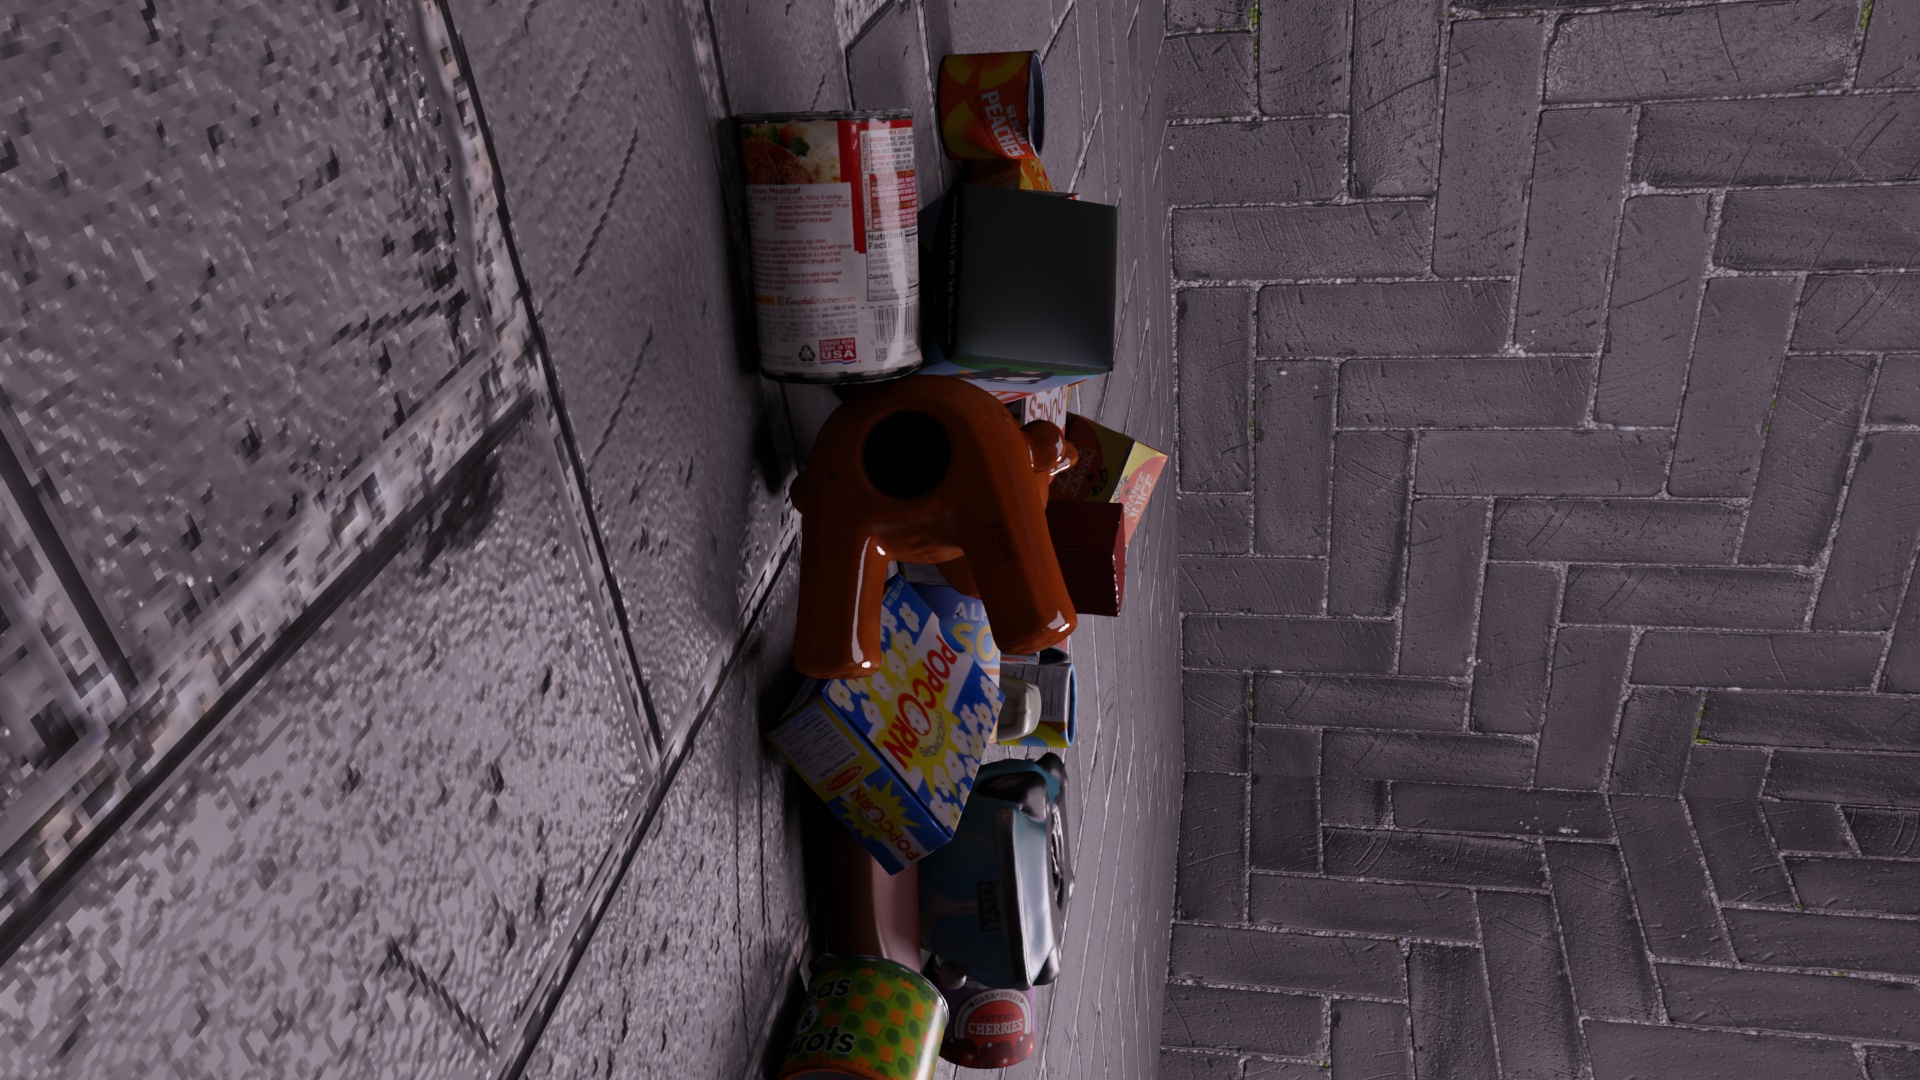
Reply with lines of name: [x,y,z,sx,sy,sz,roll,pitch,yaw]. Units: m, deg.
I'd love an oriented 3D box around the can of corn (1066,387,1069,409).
can of corn: [0.041,-0.088,0.966,0.058,0.071,0.070,-77,163,-44]

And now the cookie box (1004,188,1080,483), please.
cookie box: [0.034,-0.108,0.780,0.123,0.040,0.166,-47,141,-67]

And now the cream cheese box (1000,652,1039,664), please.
cream cheese box: [0.032,0.032,0.961,0.024,0.053,0.104,72,22,-67]

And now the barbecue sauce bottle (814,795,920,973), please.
barbecue sauce bottle: [-0.042,0.185,0.665,0.065,0.043,0.148,-42,133,-69]

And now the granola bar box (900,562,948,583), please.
granola bar box: [0.003,-0.011,0.863,0.166,0.039,0.123,-73,160,-50]

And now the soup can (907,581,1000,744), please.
soup can: [-0.009,0.066,0.741,0.071,0.071,0.084,26,66,-76]

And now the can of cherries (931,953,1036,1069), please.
can of cherries: [0.015,0.291,0.872,0.071,0.071,0.058,-22,114,-76]

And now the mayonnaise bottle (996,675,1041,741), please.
mayonnaise bottle: [0.024,0.109,0.923,0.148,0.065,0.041,28,66,-80]

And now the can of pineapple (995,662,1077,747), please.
can of pineapple: [0.058,0.127,1.077,0.071,0.058,0.071,-1,92,-78]

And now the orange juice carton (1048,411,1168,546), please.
orange juice carton: [0.093,-0.049,1.012,0.193,0.073,0.071,-124,-122,-79]

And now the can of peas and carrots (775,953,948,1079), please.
can of peas and carrots: [-0.045,0.225,0.610,0.059,0.071,0.070,-71,158,-54]

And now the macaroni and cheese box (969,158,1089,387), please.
macaroni and cheese box: [0.047,-0.190,0.924,0.167,0.040,0.123,-84,152,-55]

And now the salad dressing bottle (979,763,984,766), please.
salad dressing bottle: [0.001,0.158,0.856,0.147,0.044,0.064,71,25,-56]

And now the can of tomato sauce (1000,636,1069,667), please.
can of tomato sauce: [0.046,0.043,1.006,0.071,0.071,0.083,62,31,-66]

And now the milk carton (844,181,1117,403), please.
milk carton: [-0.004,-0.103,0.645,0.190,0.073,0.072,177,-85,-68]

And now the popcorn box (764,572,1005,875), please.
popcorn box: [-0.030,0.079,0.630,0.085,0.038,0.127,49,24,-9]

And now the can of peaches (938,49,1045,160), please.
can of peaches: [0.021,-0.274,0.879,0.071,0.058,0.071,0,92,-78]
